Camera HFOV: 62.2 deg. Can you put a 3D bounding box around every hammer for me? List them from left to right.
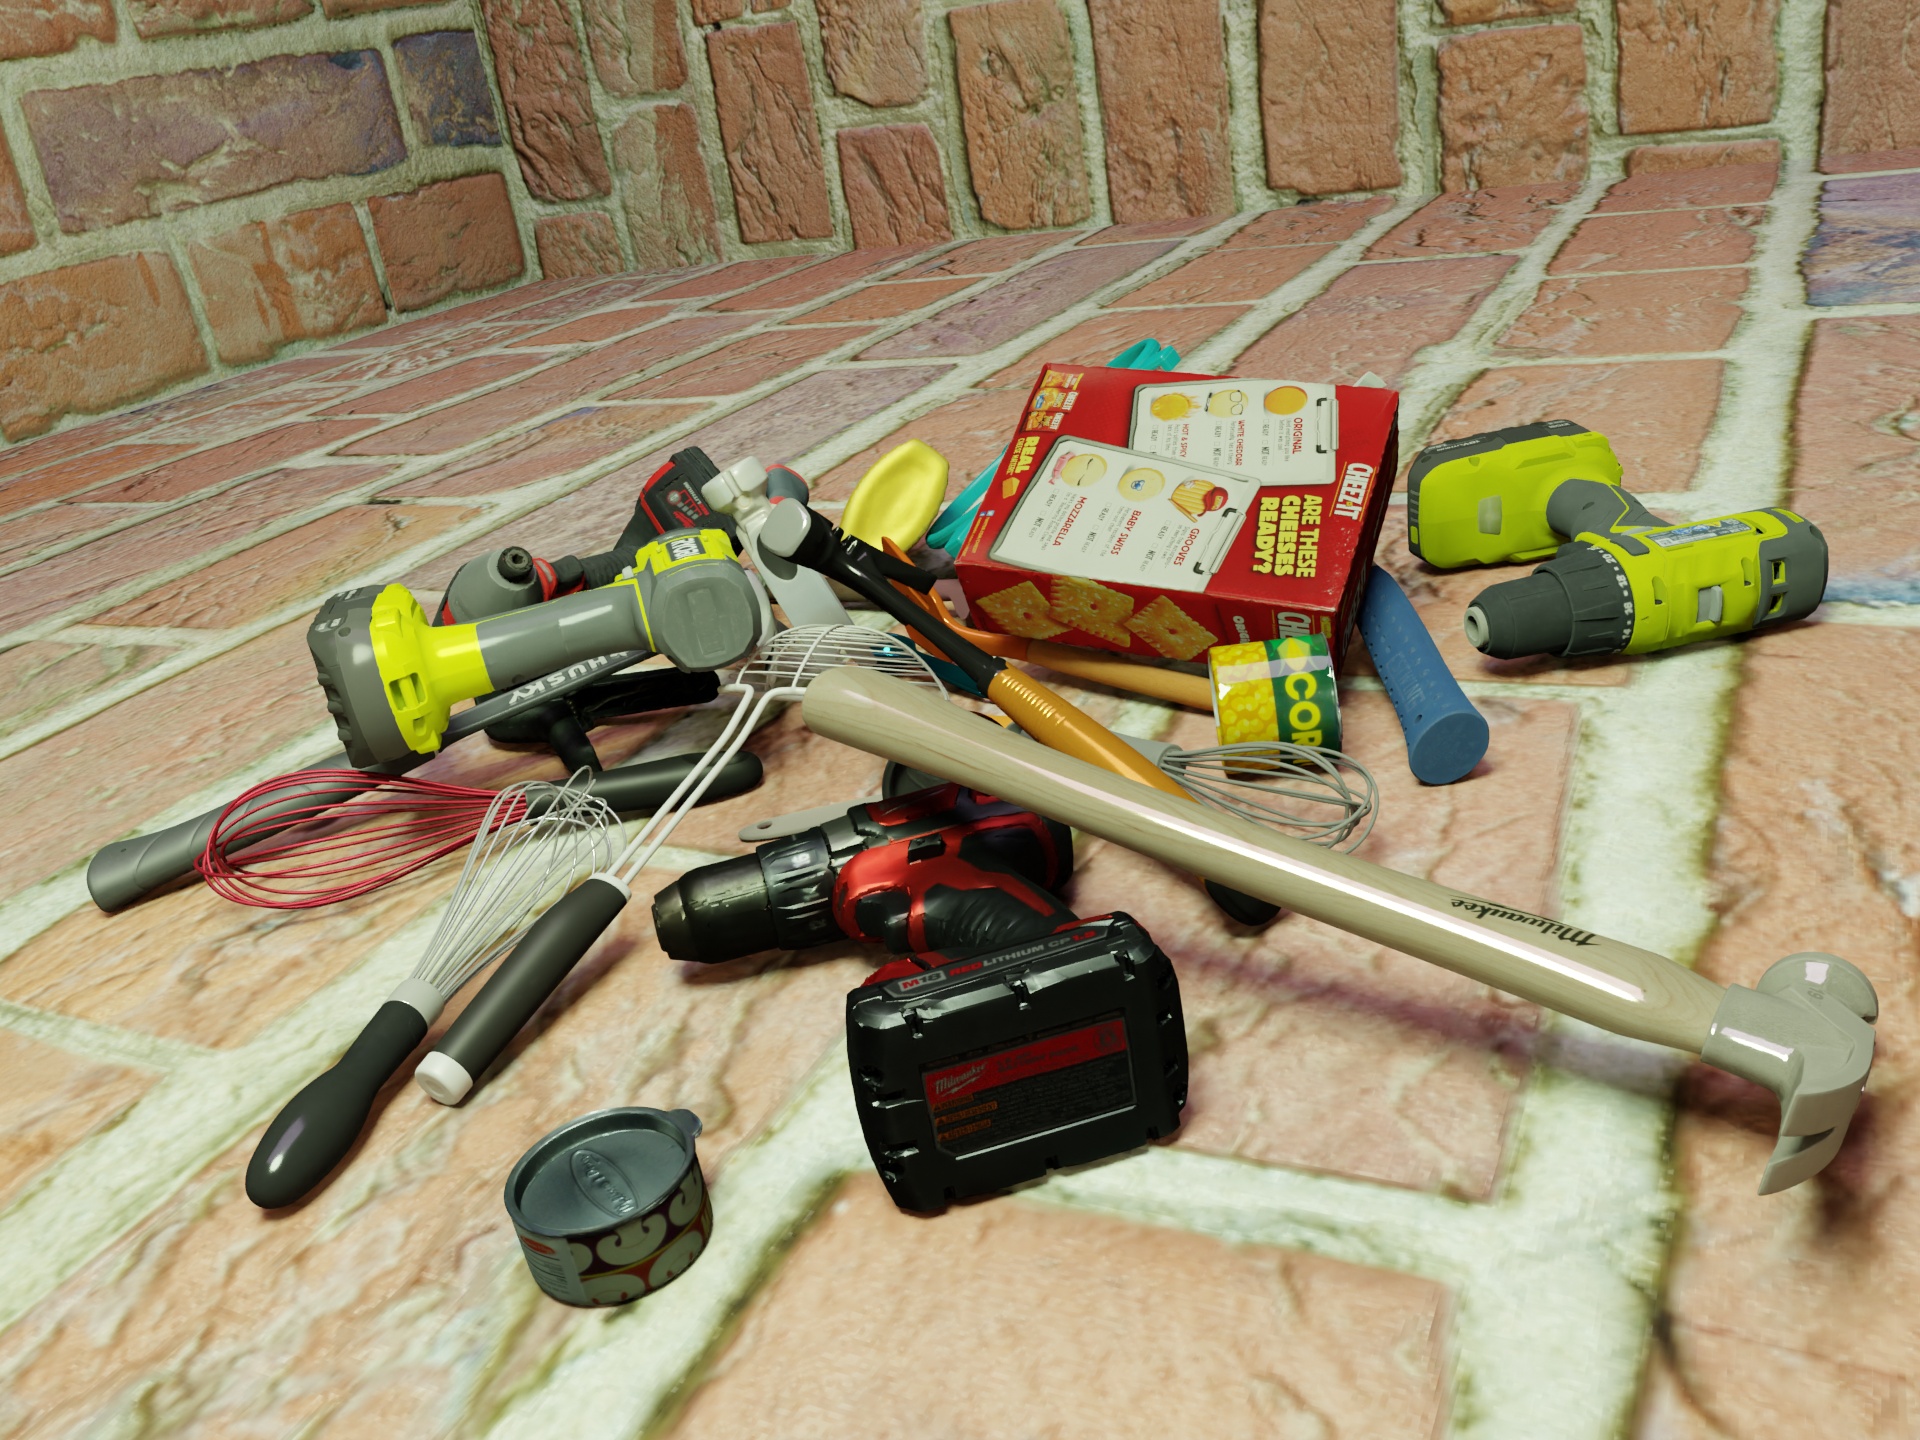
[{"bbox_3d":[-0.293,0.009,0.920,0.409,0.036,0.149,-26,36,-16],"label":"hammer"},{"bbox_3d":[-0.114,-0.124,1.102,0.038,0.143,0.386,-31,13,2],"label":"hammer"},{"bbox_3d":[0.034,-0.007,0.777,0.337,0.034,0.127,40,10,38],"label":"hammer"},{"bbox_3d":[0.104,0.052,0.580,0.411,0.038,0.146,19,16,29],"label":"hammer"},{"bbox_3d":[0.238,-0.089,0.931,0.144,0.035,0.406,-48,19,23],"label":"hammer"}]

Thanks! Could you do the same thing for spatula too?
[{"bbox_3d":[0.068,-0.042,0.938,0.323,0.081,0.041,17,46,36],"label":"spatula"}]

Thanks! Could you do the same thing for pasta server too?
[{"bbox_3d":[-0.052,-0.084,1.110,0.316,0.040,0.060,4,27,38],"label":"pasta server"}]

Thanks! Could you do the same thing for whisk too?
[{"bbox_3d":[-0.227,0.107,0.708,0.070,0.070,0.285,-2,29,17],"label":"whisk"},{"bbox_3d":[-0.252,0.048,0.852,0.295,0.073,0.073,-9,23,-14],"label":"whisk"},{"bbox_3d":[0.102,0.026,0.781,0.055,0.055,0.239,-26,24,-34],"label":"whisk"}]

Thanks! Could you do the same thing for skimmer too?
[{"bbox_3d":[-0.125,0.063,0.781,0.127,0.090,0.363,3,39,31],"label":"skimmer"}]

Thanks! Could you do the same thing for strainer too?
[{"bbox_3d":[0.079,-0.174,1.175,0.211,0.095,0.340,-42,9,4],"label":"strainer"}]

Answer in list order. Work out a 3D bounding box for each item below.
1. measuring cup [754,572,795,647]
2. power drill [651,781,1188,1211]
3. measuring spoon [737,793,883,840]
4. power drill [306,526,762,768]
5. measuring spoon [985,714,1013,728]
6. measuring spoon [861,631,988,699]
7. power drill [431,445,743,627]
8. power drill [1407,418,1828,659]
[{"bbox_3d":[-0.147,-0.060,1.078,0.083,0.038,0.168,-21,28,-24],"label":"measuring cup"},{"bbox_3d":[-0.024,0.093,0.636,0.188,0.080,0.227,-14,21,-10],"label":"power drill"},{"bbox_3d":[-0.057,0.041,0.835,0.124,0.018,0.034,-14,24,-8],"label":"measuring spoon"},{"bbox_3d":[-0.228,-0.053,0.877,0.223,0.080,0.171,-15,20,-10],"label":"power drill"},{"bbox_3d":[-0.001,-0.003,0.920,0.117,0.011,0.021,5,27,30],"label":"measuring spoon"},{"bbox_3d":[-0.019,-0.026,0.982,0.129,0.021,0.042,25,30,39],"label":"measuring spoon"},{"bbox_3d":[-0.259,-0.106,1.108,0.219,0.078,0.143,-31,-7,-38],"label":"power drill"},{"bbox_3d":[0.353,-0.102,0.932,0.190,0.080,0.229,-12,26,-5],"label":"power drill"}]
